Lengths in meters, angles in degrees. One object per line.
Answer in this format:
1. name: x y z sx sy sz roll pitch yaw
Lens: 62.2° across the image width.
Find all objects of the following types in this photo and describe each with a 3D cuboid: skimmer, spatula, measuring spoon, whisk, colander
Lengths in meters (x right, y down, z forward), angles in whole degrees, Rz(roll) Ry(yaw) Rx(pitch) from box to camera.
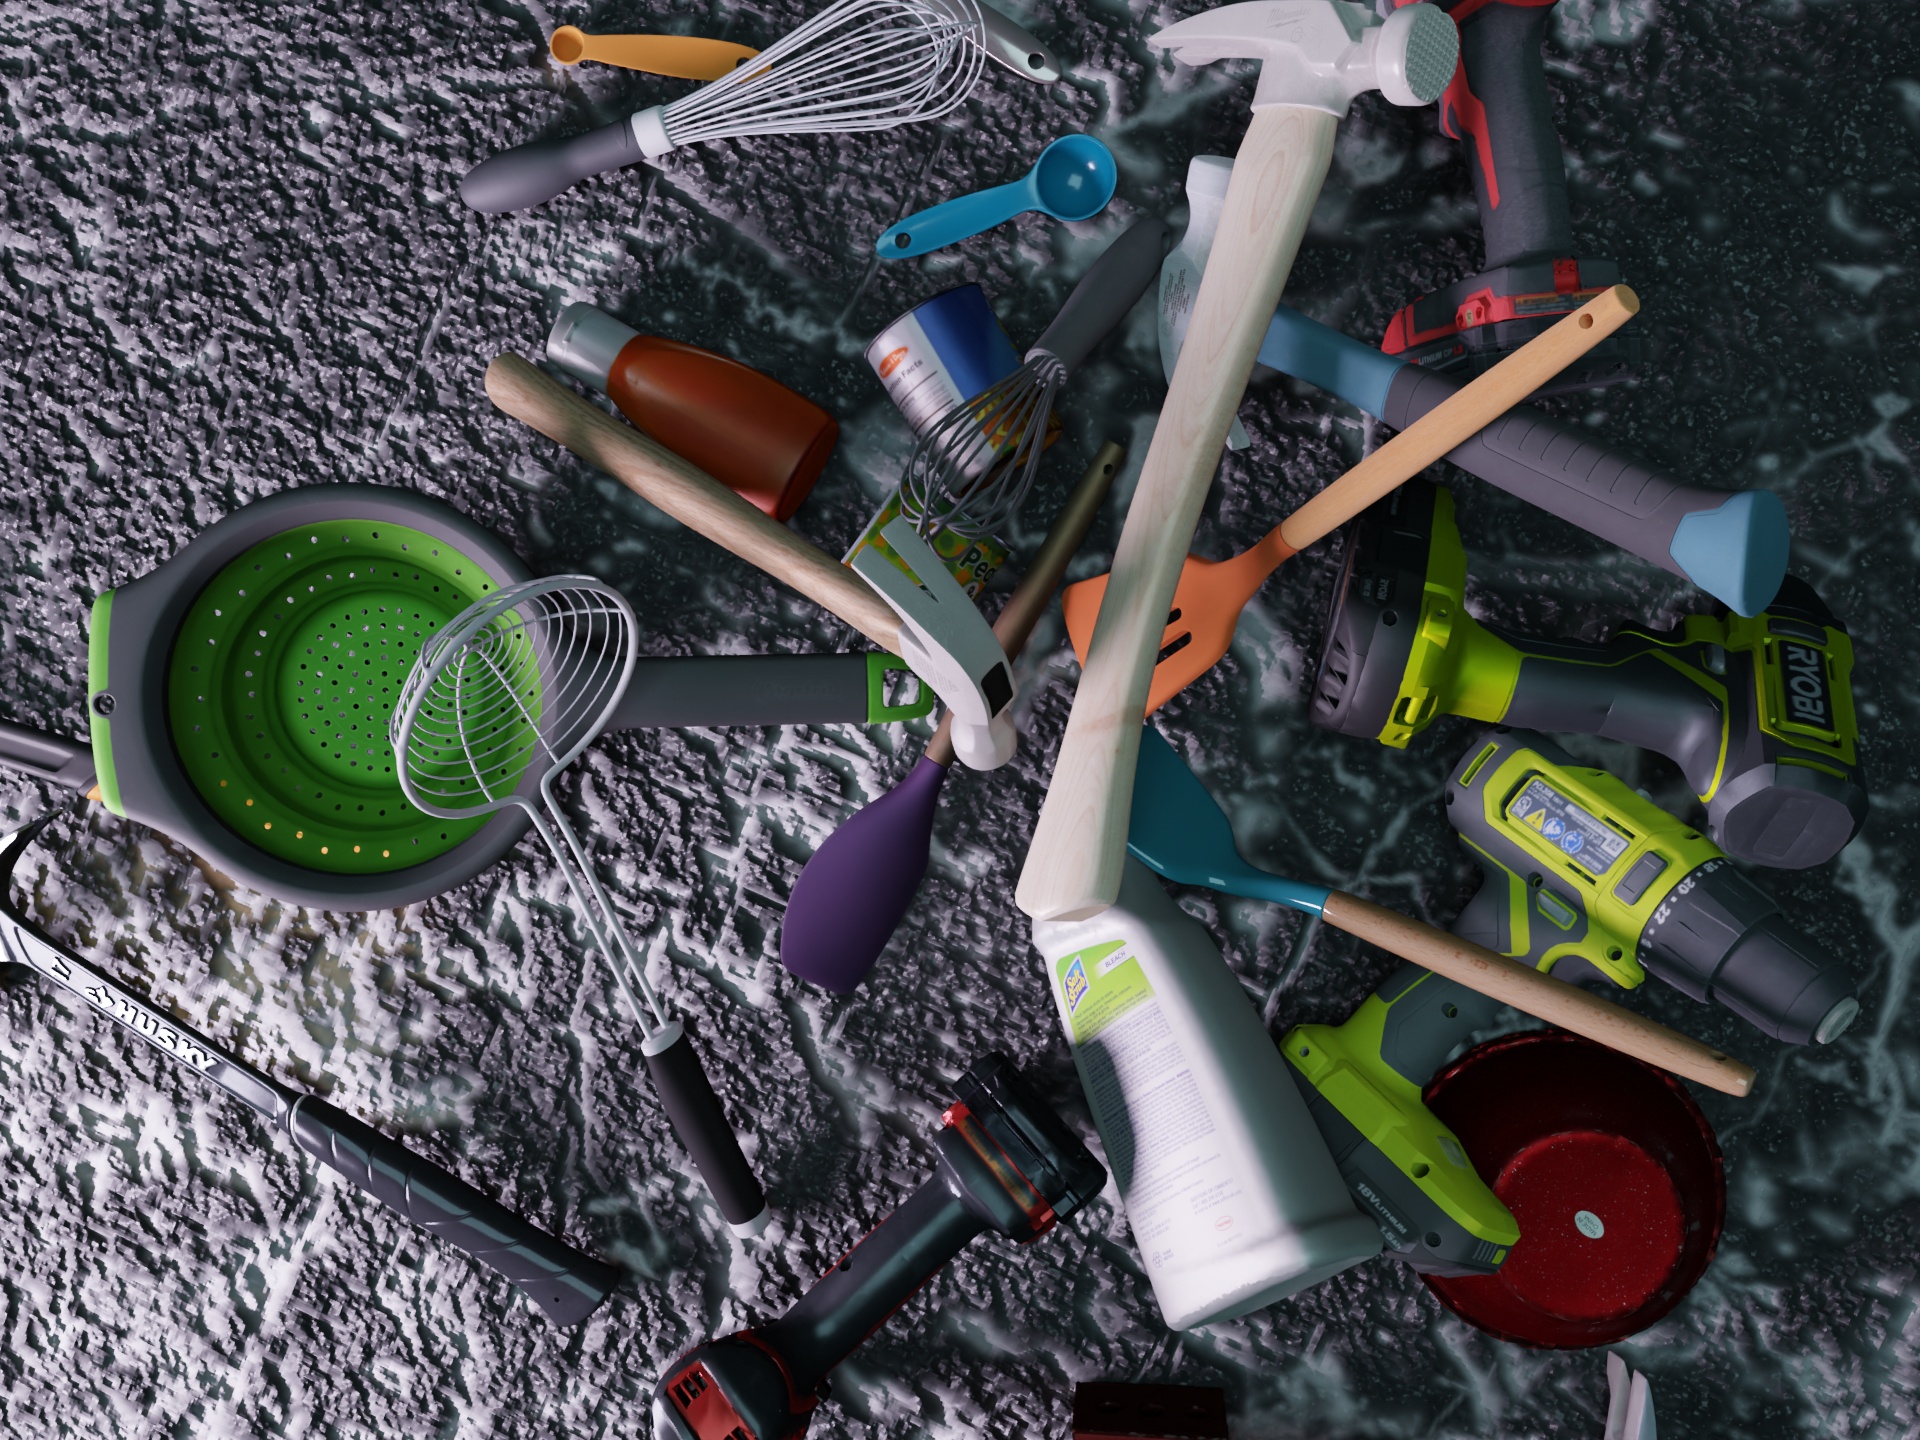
1. skimmer: -0.151 0.105 0.747 0.127 0.090 0.363 -35 114 -35
2. spatula: 0.188 0.084 0.705 0.318 0.082 0.044 23 126 33
3. spatula: -0.001 -0.003 0.808 0.059 0.018 0.316 29 94 -19
4. measuring spoon: 0.019 -0.258 0.804 0.128 0.021 0.042 -15 91 16
5. whisk: -0.124 -0.308 0.800 0.284 0.070 0.070 -14 90 11
6. spatula: 0.153 -0.089 0.686 0.041 0.322 0.081 -13 76 -34
7. measuring spoon: 0.000 -0.359 0.799 0.124 0.018 0.034 36 95 4
8. colander: -0.215 -0.015 0.811 0.397 0.094 0.204 -1 94 -11
9. measuring spoon: -0.155 -0.344 0.824 0.117 0.011 0.021 7 95 3
10. whisk: 0.042 -0.161 0.736 0.055 0.055 0.239 32 60 5

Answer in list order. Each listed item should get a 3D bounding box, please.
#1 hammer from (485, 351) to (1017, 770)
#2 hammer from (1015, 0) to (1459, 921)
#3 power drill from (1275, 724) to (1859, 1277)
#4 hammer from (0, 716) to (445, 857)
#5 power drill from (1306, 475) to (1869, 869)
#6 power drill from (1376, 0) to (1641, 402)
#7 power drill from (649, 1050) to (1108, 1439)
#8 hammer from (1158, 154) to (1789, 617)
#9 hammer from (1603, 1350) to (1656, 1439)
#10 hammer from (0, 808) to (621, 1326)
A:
1. hammer: -0.110 -0.096 0.758 0.331 0.130 0.031 33 69 23
2. hammer: 0.090 -0.109 0.709 0.146 0.038 0.410 25 102 45
3. power drill: 0.256 0.136 0.717 0.228 0.080 0.191 -53 49 7
4. hammer: -0.437 0.044 0.856 0.337 0.034 0.127 15 93 6
5. power drill: 0.281 -0.034 0.719 0.223 0.171 0.080 15 136 8
6. power drill: 0.234 -0.254 0.718 0.078 0.143 0.219 -8 96 -10
7. power drill: -0.039 0.270 0.764 0.227 0.187 0.080 -40 73 -11
8. hammer: 0.197 -0.135 0.673 0.331 0.033 0.128 42 133 43
9. hammer: 0.141 0.355 0.743 0.386 0.038 0.143 9 90 -10
10. hammer: -0.359 0.197 0.838 0.409 0.036 0.149 31 114 2
